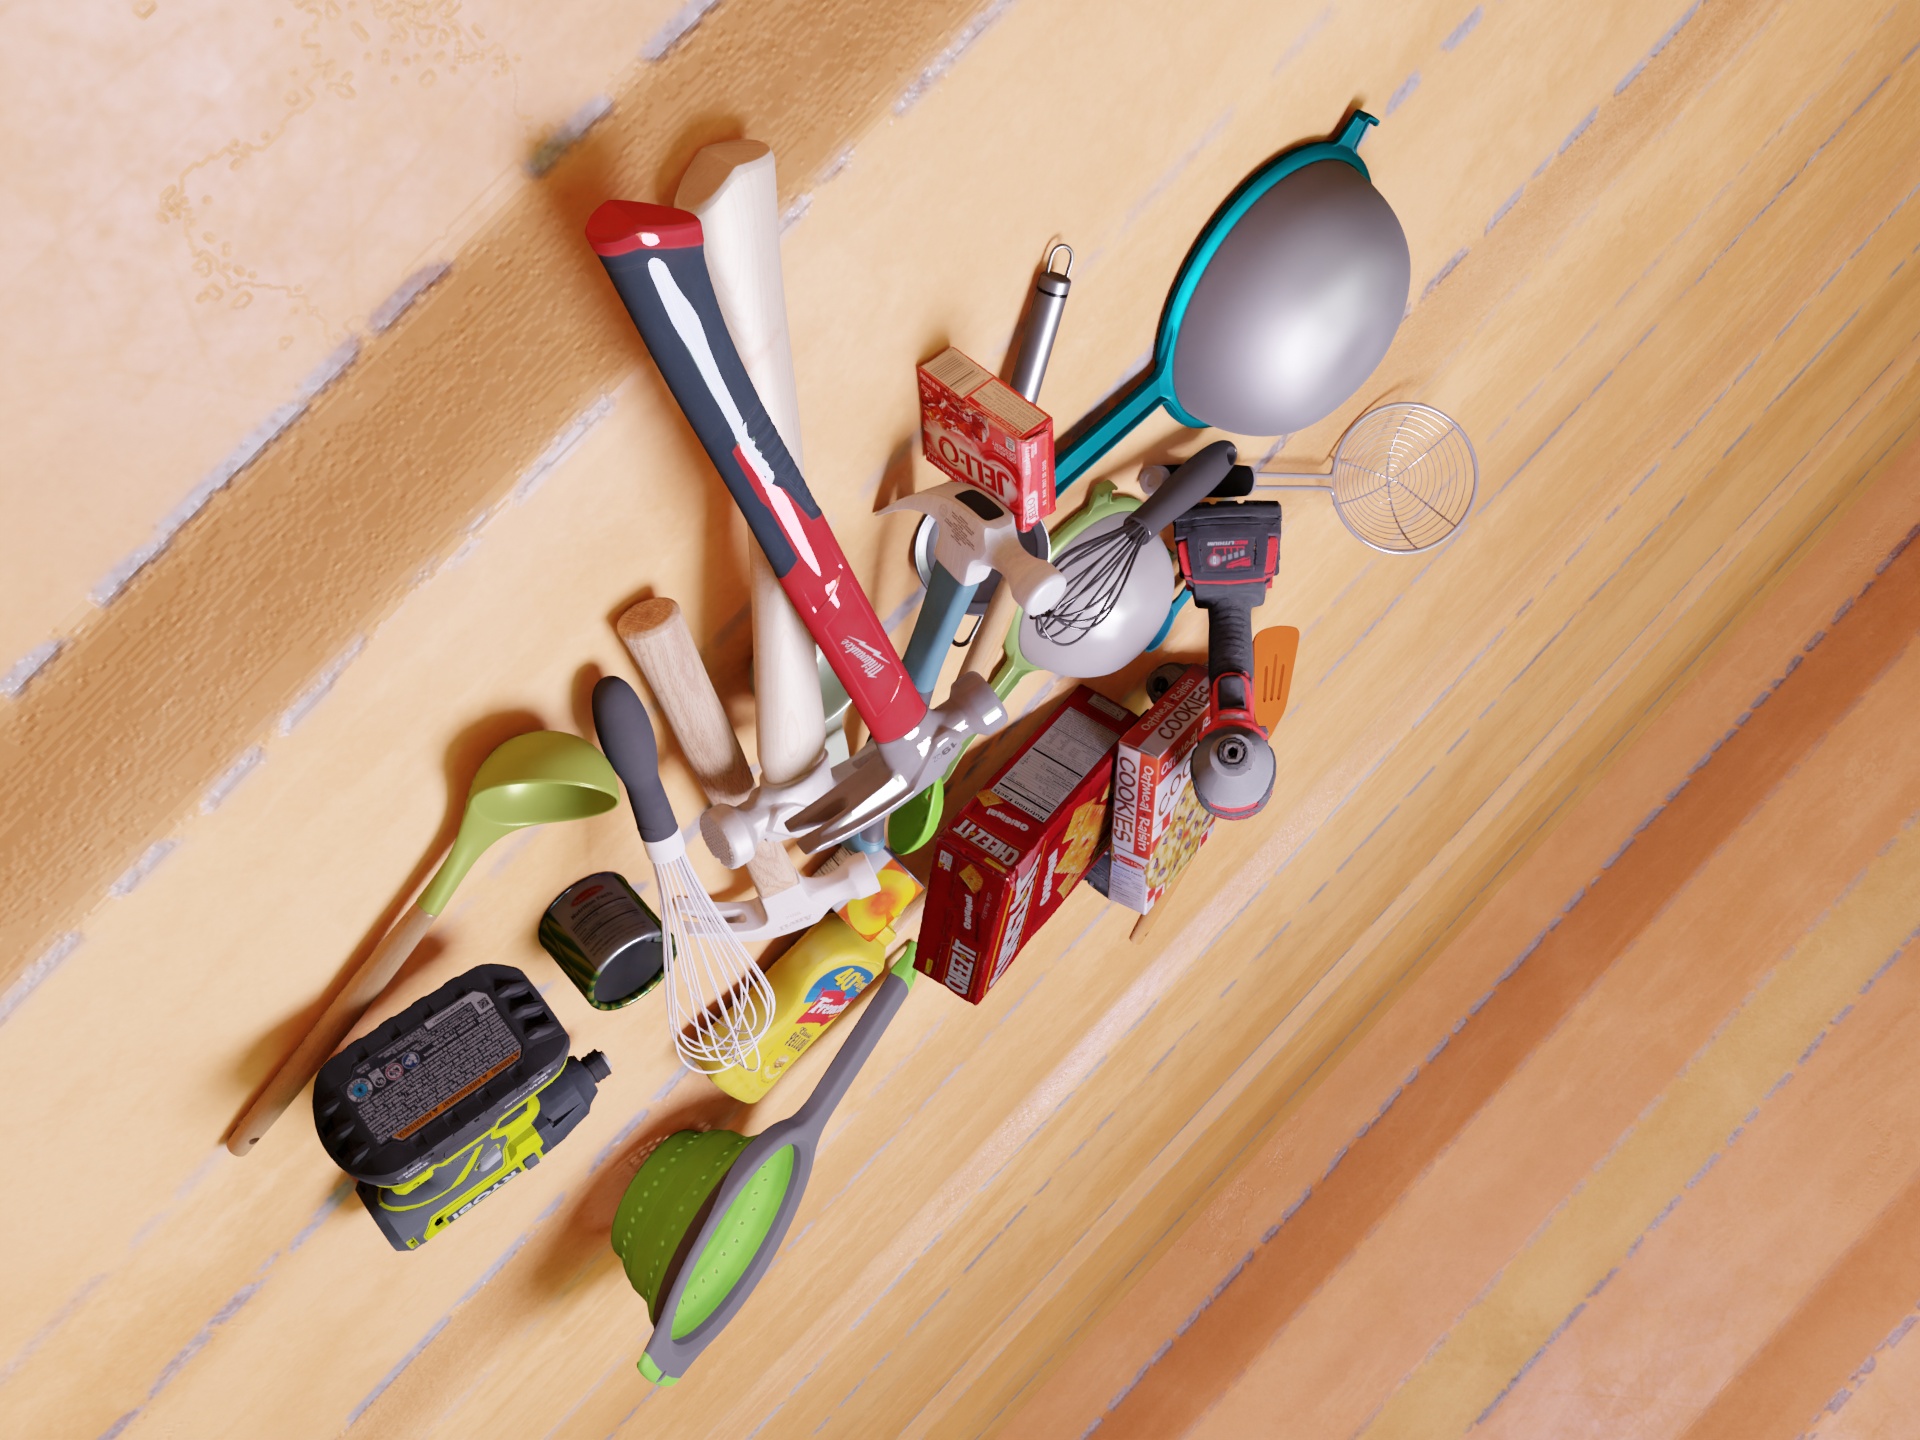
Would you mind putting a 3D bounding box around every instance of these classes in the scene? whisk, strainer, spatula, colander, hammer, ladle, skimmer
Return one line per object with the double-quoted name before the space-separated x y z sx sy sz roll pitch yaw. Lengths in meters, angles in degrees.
"whisk" -0.164 0.097 0.931 0.070 0.070 0.284 -31 125 -29
"strainer" 0.073 -0.042 1.158 0.256 0.069 0.151 -52 151 3
"spatula" 0.217 0.064 1.390 0.081 0.041 0.322 -8 131 -51
"whisk" 0.123 -0.127 1.084 0.239 0.055 0.055 -43 153 -32
"colander" -0.167 0.330 1.290 0.397 0.094 0.204 -56 161 -24
"strainer" 0.030 -0.167 0.978 0.087 0.050 0.258 12 120 -8
"hammer" -0.144 0.042 0.982 0.130 0.031 0.331 -24 143 -6
"strainer" 0.190 -0.231 1.061 0.340 0.095 0.210 -42 151 -14
"ladle" -0.303 0.130 0.873 0.320 0.062 0.078 -50 147 9
"hammer" -0.031 -0.018 1.019 0.033 0.128 0.330 -24 153 -35
"hammer" -0.090 -0.101 0.842 0.146 0.038 0.410 -30 139 -30
"hammer" -0.094 -0.081 0.789 0.143 0.038 0.385 -35 137 -7
"skimmer" 0.282 -0.189 1.243 0.363 0.090 0.127 -9 100 -46

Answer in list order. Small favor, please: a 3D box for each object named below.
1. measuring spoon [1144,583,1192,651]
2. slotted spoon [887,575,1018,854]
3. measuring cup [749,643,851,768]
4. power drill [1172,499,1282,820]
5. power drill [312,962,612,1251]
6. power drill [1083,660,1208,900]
"measuring spoon" 0.177 -0.110 1.280 0.128 0.021 0.042 -52 152 -13
"slotted spoon" -0.002 -0.003 1.056 0.031 0.070 0.313 8 144 -12
"measuring cup" -0.093 -0.007 1.010 0.083 0.038 0.167 -36 151 -21
"power drill" 0.197 -0.043 1.162 0.143 0.078 0.220 48 42 -75
"power drill" -0.293 0.234 0.964 0.171 0.080 0.223 -34 163 -22
"power drill" 0.174 0.046 1.403 0.187 0.080 0.226 9 115 -57
